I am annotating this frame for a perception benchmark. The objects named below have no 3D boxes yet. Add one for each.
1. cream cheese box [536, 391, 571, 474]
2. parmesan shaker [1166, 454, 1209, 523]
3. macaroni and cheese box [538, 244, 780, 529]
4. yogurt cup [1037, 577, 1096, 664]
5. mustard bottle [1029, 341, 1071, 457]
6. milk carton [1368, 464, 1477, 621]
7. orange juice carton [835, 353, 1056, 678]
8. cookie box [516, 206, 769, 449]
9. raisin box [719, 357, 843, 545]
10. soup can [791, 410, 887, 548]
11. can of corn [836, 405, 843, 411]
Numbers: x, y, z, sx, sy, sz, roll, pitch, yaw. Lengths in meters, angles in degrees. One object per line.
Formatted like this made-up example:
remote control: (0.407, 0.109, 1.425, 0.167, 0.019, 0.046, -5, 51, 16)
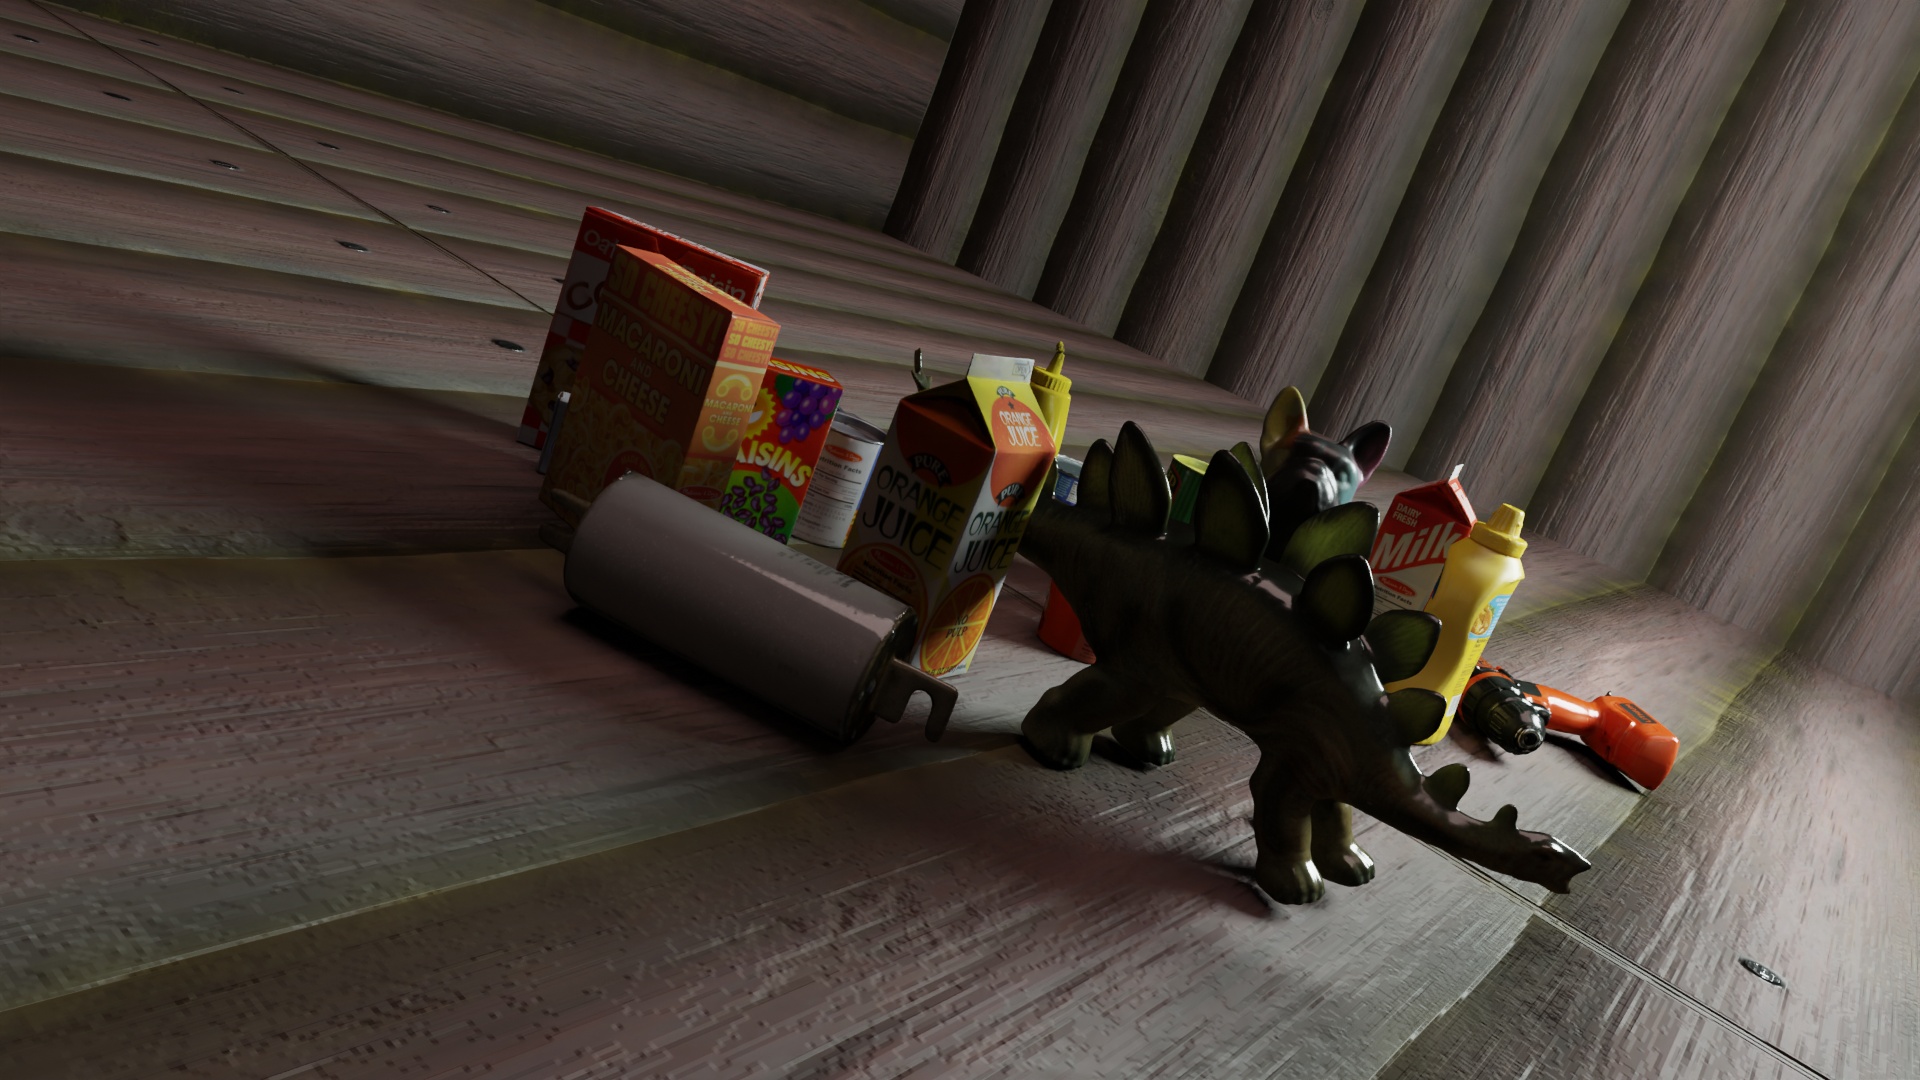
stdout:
cream cheese box: (-0.221, -0.057, 0.916, 0.104, 0.053, 0.024, 18, 15, -15)
parmesan shaker: (0.206, -0.019, 1.274, 0.071, 0.102, 0.071, 20, 15, -5)
macaroni and cheese box: (-0.179, -0.074, 0.814, 0.124, 0.166, 0.040, 33, 18, 37)
yogurt cup: (0.088, 0.051, 0.967, 0.072, 0.053, 0.072, 20, 15, -5)
mustard bottle: (0.068, -0.108, 1.285, 0.065, 0.159, 0.049, 25, 15, 11)
milk carton: (0.407, 0.019, 1.252, 0.073, 0.190, 0.072, 27, 15, 20)
orange juice carton: (-0.009, -0.018, 0.805, 0.073, 0.192, 0.072, 30, 16, 28)
cookie box: (-0.216, -0.126, 0.944, 0.123, 0.167, 0.040, 20, 15, -5)
raisin box: (-0.137, -0.058, 0.900, 0.086, 0.123, 0.040, 12, 17, -33)
soup can: (-0.092, -0.046, 0.997, 0.071, 0.083, 0.071, 20, 15, -5)
can of corn: (-0.134, -0.089, 1.137, 0.071, 0.058, 0.071, 20, 15, -5)
